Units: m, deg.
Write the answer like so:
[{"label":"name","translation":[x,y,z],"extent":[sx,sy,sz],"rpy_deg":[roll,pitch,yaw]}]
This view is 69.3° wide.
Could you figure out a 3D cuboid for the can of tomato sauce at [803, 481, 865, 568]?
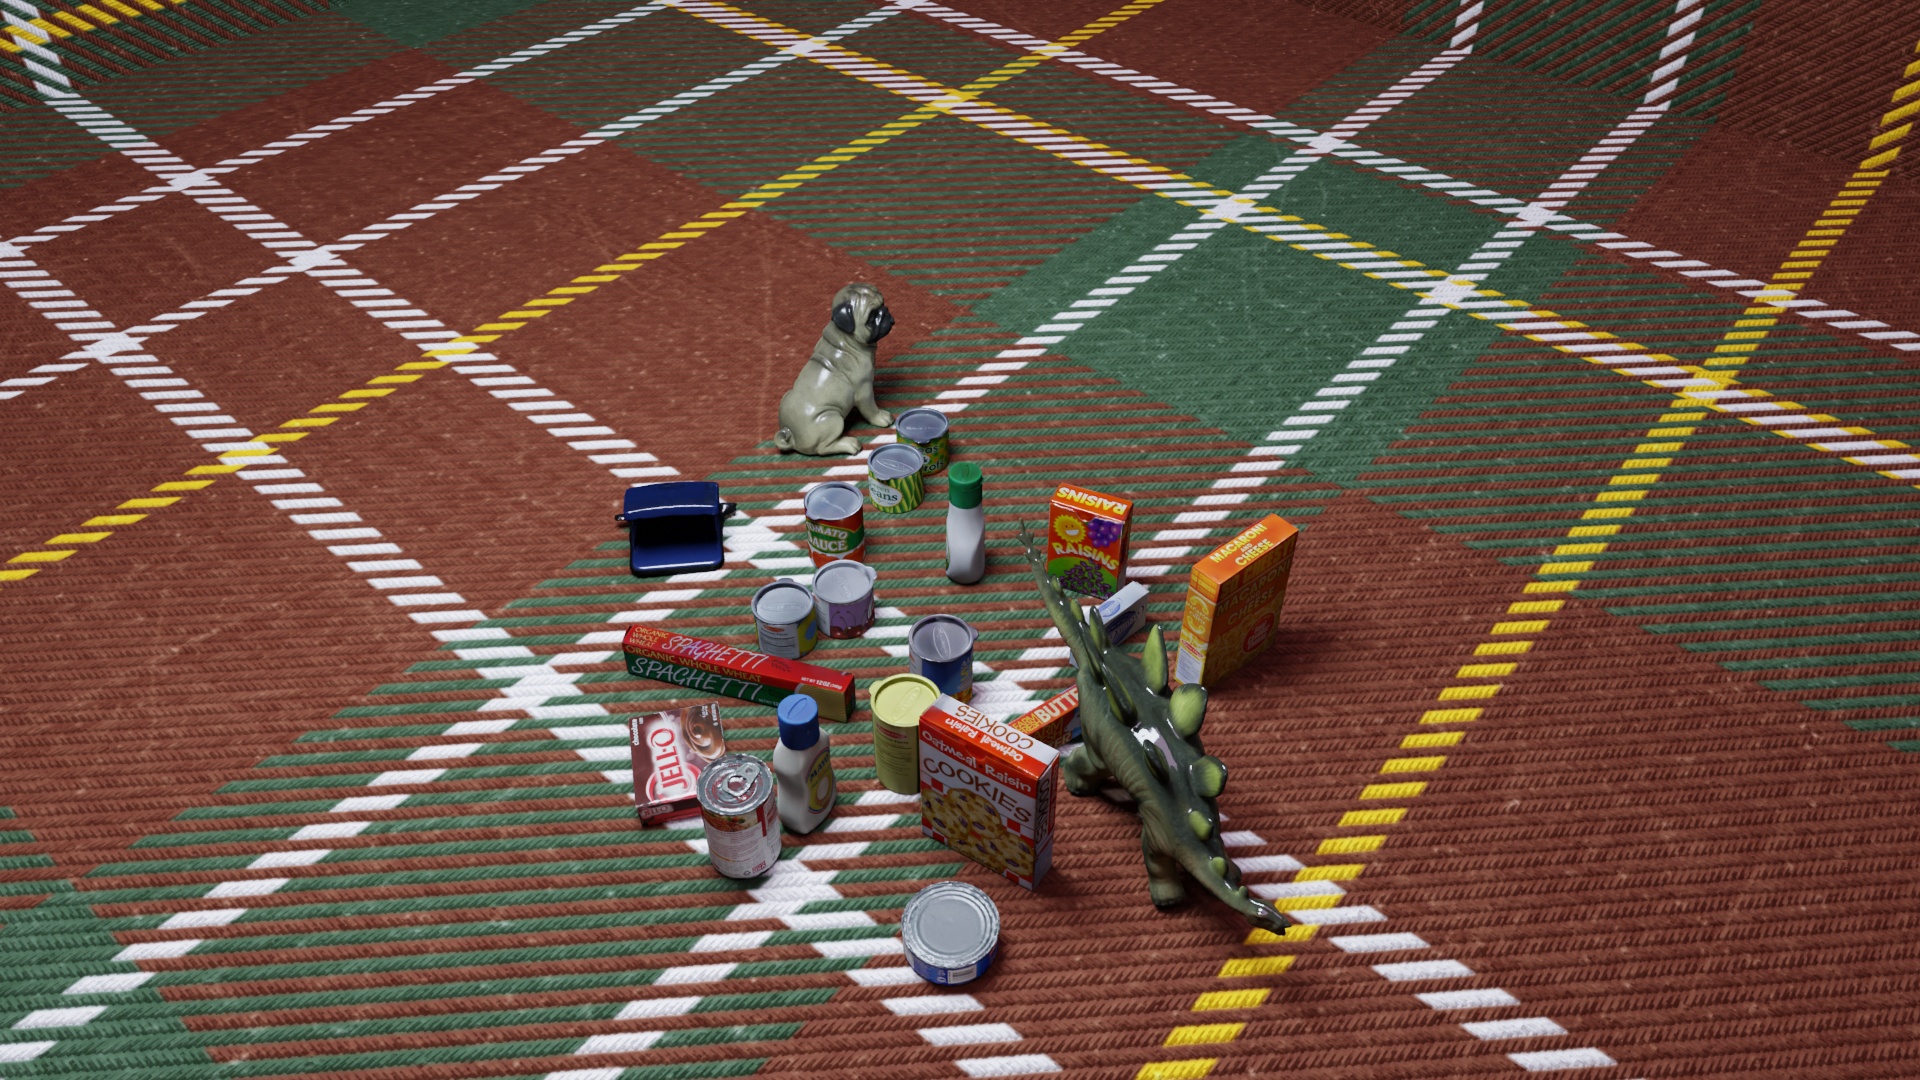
[{"label":"can of tomato sauce","translation":[-0.143,-0.014,1.573],"extent":[0.071,0.082,0.071],"rpy_deg":[0,42,0]}]

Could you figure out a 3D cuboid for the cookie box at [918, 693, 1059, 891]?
[{"label":"cookie box","translation":[0.024,0.227,1.244],"extent":[0.123,0.166,0.040],"rpy_deg":[23,47,24]}]

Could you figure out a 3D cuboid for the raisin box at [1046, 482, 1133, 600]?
[{"label":"raisin box","translation":[0.140,0.003,1.526],"extent":[0.086,0.122,0.040],"rpy_deg":[17,45,18]}]

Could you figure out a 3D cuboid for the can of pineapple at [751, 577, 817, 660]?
[{"label":"can of pineapple","translation":[-0.186,0.084,1.482],"extent":[0.071,0.057,0.071],"rpy_deg":[0,42,0]}]

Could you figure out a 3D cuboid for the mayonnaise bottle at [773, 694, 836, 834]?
[{"label":"mayonnaise bottle","translation":[-0.145,0.204,1.283],"extent":[0.041,0.147,0.065],"rpy_deg":[20,46,21]}]

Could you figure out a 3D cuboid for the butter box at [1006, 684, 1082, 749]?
[{"label":"butter box","translation":[0.092,0.183,1.379],"extent":[0.104,0.052,0.024],"rpy_deg":[-26,48,-26]}]

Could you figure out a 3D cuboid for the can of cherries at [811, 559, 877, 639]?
[{"label":"can of cherries","translation":[-0.124,0.064,1.505],"extent":[0.071,0.058,0.072],"rpy_deg":[0,42,0]}]

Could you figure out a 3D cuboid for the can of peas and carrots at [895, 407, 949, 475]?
[{"label":"can of peas and carrots","translation":[-0.046,-0.120,1.709],"extent":[0.071,0.058,0.071],"rpy_deg":[0,42,0]}]

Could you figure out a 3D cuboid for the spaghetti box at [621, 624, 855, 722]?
[{"label":"spaghetti box","translation":[-0.230,0.136,1.430],"extent":[0.250,0.049,0.029],"rpy_deg":[11,43,12]}]

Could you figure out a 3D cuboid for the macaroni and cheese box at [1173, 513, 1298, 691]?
[{"label":"macaroni and cheese box","translation":[0.281,0.067,1.425],"extent":[0.124,0.165,0.040],"rpy_deg":[-30,50,-29]}]

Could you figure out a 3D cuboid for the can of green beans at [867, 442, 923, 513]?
[{"label":"can of green beans","translation":[-0.077,-0.074,1.659],"extent":[0.071,0.057,0.071],"rpy_deg":[0,42,0]}]

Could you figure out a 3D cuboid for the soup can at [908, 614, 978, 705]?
[{"label":"soup can","translation":[-0.017,0.127,1.417],"extent":[0.071,0.083,0.072],"rpy_deg":[0,42,0]}]

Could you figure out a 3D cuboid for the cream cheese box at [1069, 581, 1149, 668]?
[{"label":"cream cheese box","translation":[0.158,0.091,1.480],"extent":[0.104,0.053,0.024],"rpy_deg":[-33,52,-31]}]

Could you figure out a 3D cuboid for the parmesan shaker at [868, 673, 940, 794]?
[{"label":"parmesan shaker","translation":[-0.053,0.186,1.337],"extent":[0.071,0.102,0.072],"rpy_deg":[0,42,0]}]

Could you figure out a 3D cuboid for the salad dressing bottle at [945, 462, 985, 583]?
[{"label":"salad dressing bottle","translation":[0.005,-0.019,1.532],"extent":[0.044,0.146,0.064],"rpy_deg":[7,42,7]}]
